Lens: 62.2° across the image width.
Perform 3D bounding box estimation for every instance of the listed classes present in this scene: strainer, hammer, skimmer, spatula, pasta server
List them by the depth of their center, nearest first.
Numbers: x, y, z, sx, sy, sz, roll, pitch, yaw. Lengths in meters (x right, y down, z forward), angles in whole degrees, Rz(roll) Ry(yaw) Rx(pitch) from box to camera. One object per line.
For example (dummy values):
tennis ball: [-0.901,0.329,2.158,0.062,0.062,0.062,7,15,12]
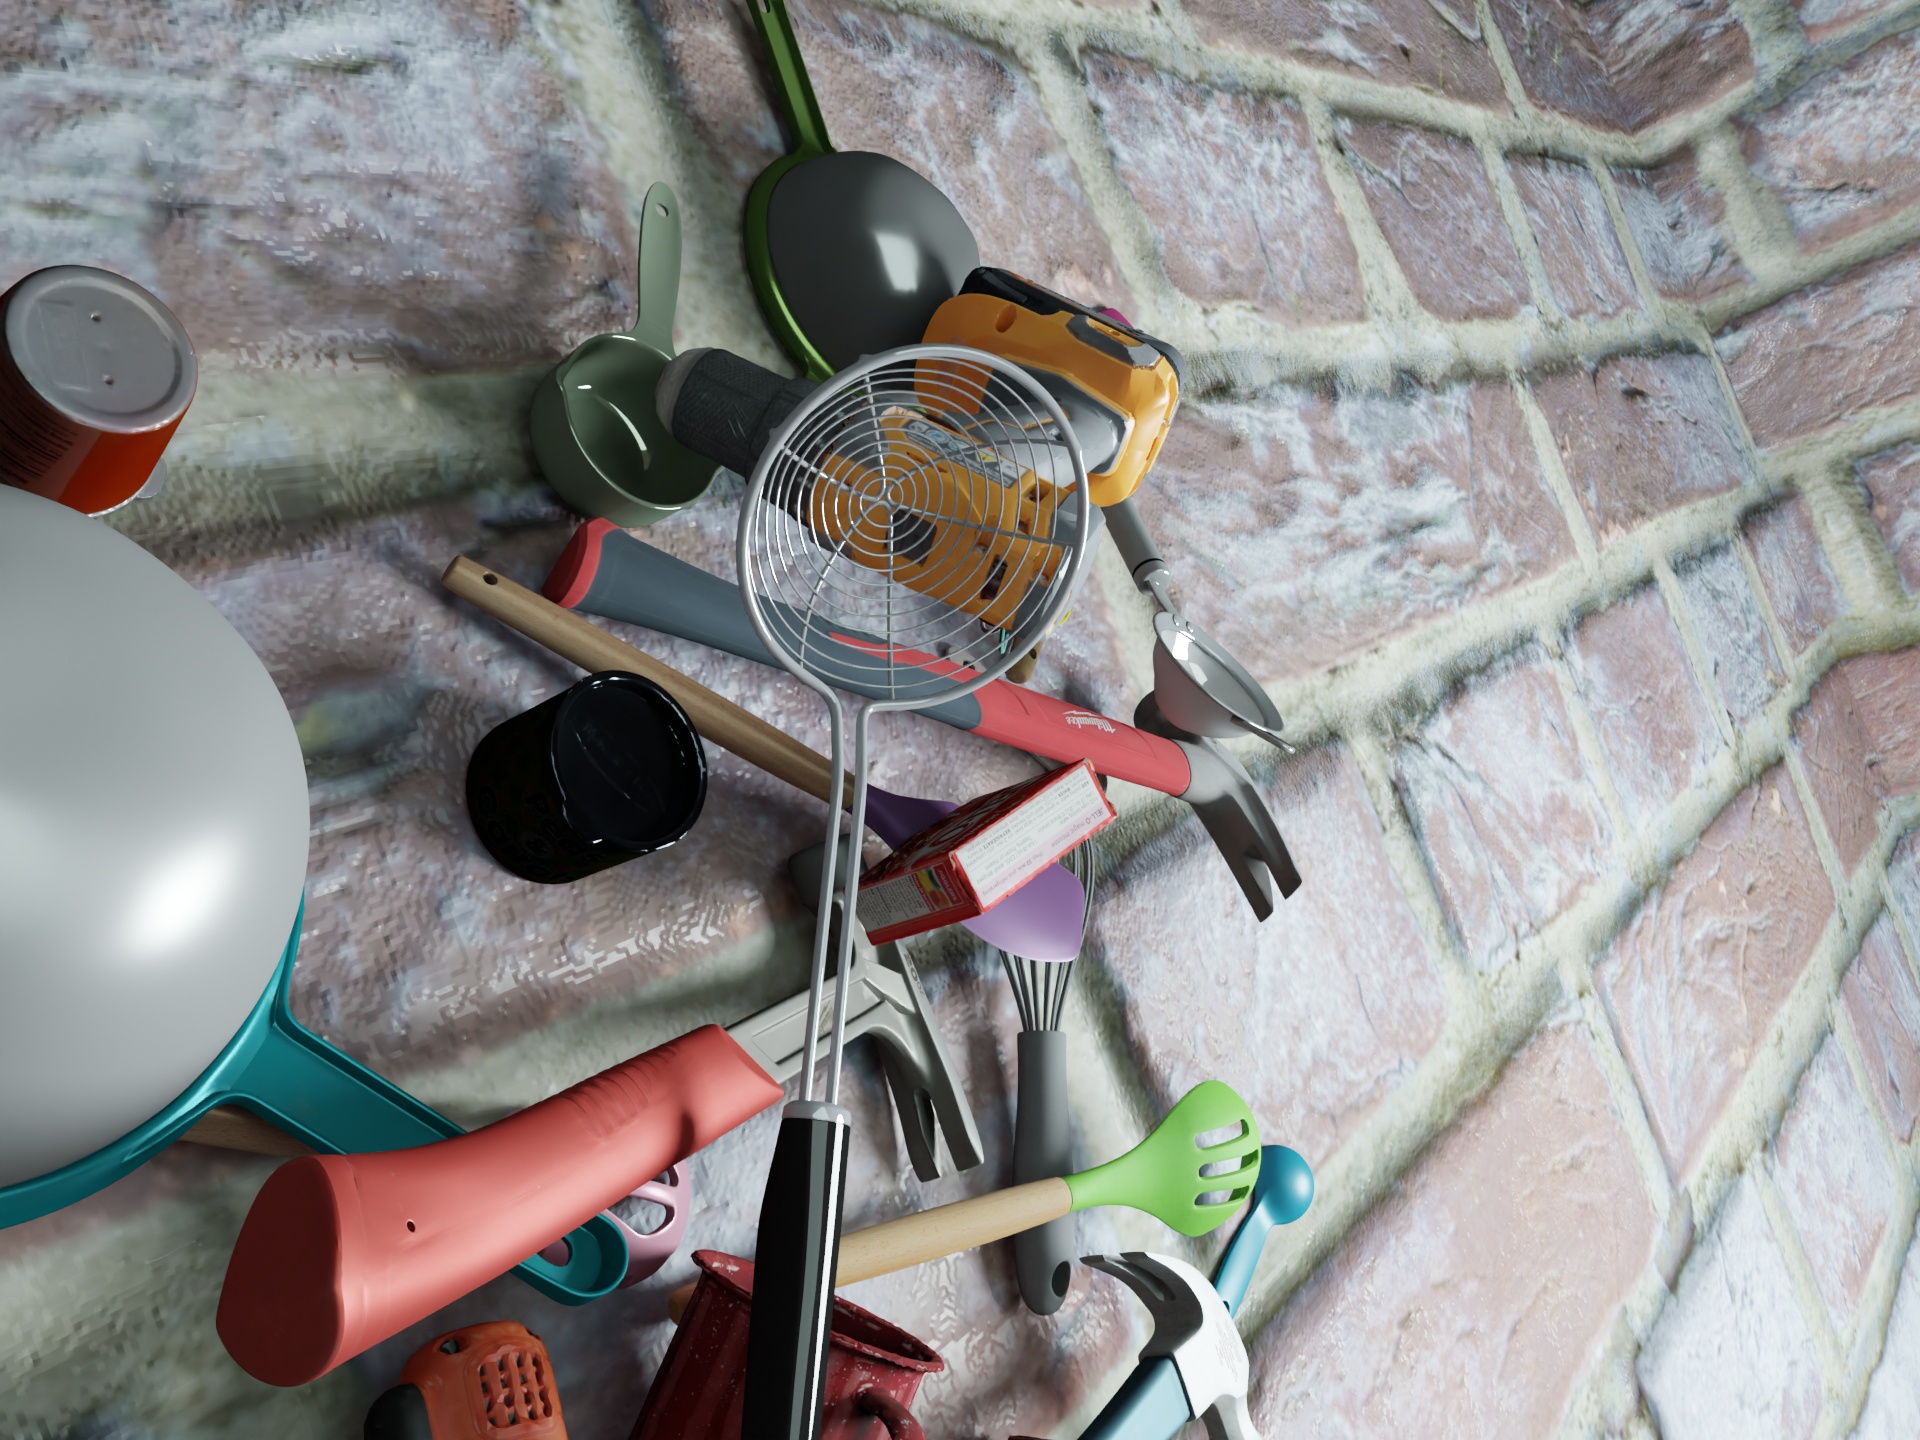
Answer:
strainer: [-0.205,0.054,0.418,0.340,0.095,0.211,41,38,-20]
pasta server: [-0.208,0.122,0.475,0.316,0.040,0.060,24,56,-36]
skimmer: [-0.025,0.059,0.495,0.127,0.090,0.363,17,66,-30]
hammer: [-0.085,0.129,0.512,0.149,0.036,0.359,68,19,4]
hammer: [0.025,0.300,0.575,0.331,0.033,0.128,-16,87,-56]
spatula: [-0.066,0.020,0.646,0.315,0.018,0.060,32,46,-26]
hammer: [-0.001,-0.002,0.711,0.386,0.038,0.143,18,34,-37]
strainer: [-0.049,-0.279,0.802,0.151,0.069,0.256,-17,88,-51]
strainer: [0.103,-0.067,0.832,0.086,0.050,0.259,22,36,-42]

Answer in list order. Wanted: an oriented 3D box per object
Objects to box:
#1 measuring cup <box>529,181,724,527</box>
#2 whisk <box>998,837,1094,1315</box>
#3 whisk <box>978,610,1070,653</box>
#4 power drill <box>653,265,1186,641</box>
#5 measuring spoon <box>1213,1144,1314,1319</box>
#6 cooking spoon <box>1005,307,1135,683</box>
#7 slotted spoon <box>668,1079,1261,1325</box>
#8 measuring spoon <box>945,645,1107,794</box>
measuring cup: [-0.140,-0.156,0.669,0.083,0.038,0.168,25,54,-40]
whisk: [0.036,0.145,0.727,0.055,0.055,0.239,18,65,-43]
whisk: [0.038,-0.103,0.804,0.245,0.047,0.051,-76,160,-58]
power drill: [-0.008,-0.130,0.689,0.185,0.084,0.226,26,34,7]
measuring spoon: [0.158,0.269,0.825,0.042,0.021,0.129,59,39,-11]
cooking spoon: [0.070,-0.137,0.913,0.068,0.017,0.319,43,45,-26]
slotted spoon: [0.022,0.205,0.659,0.313,0.031,0.070,-2,92,-38]
measuring spoon: [0.037,0.002,0.812,0.124,0.018,0.034,44,45,-25]
